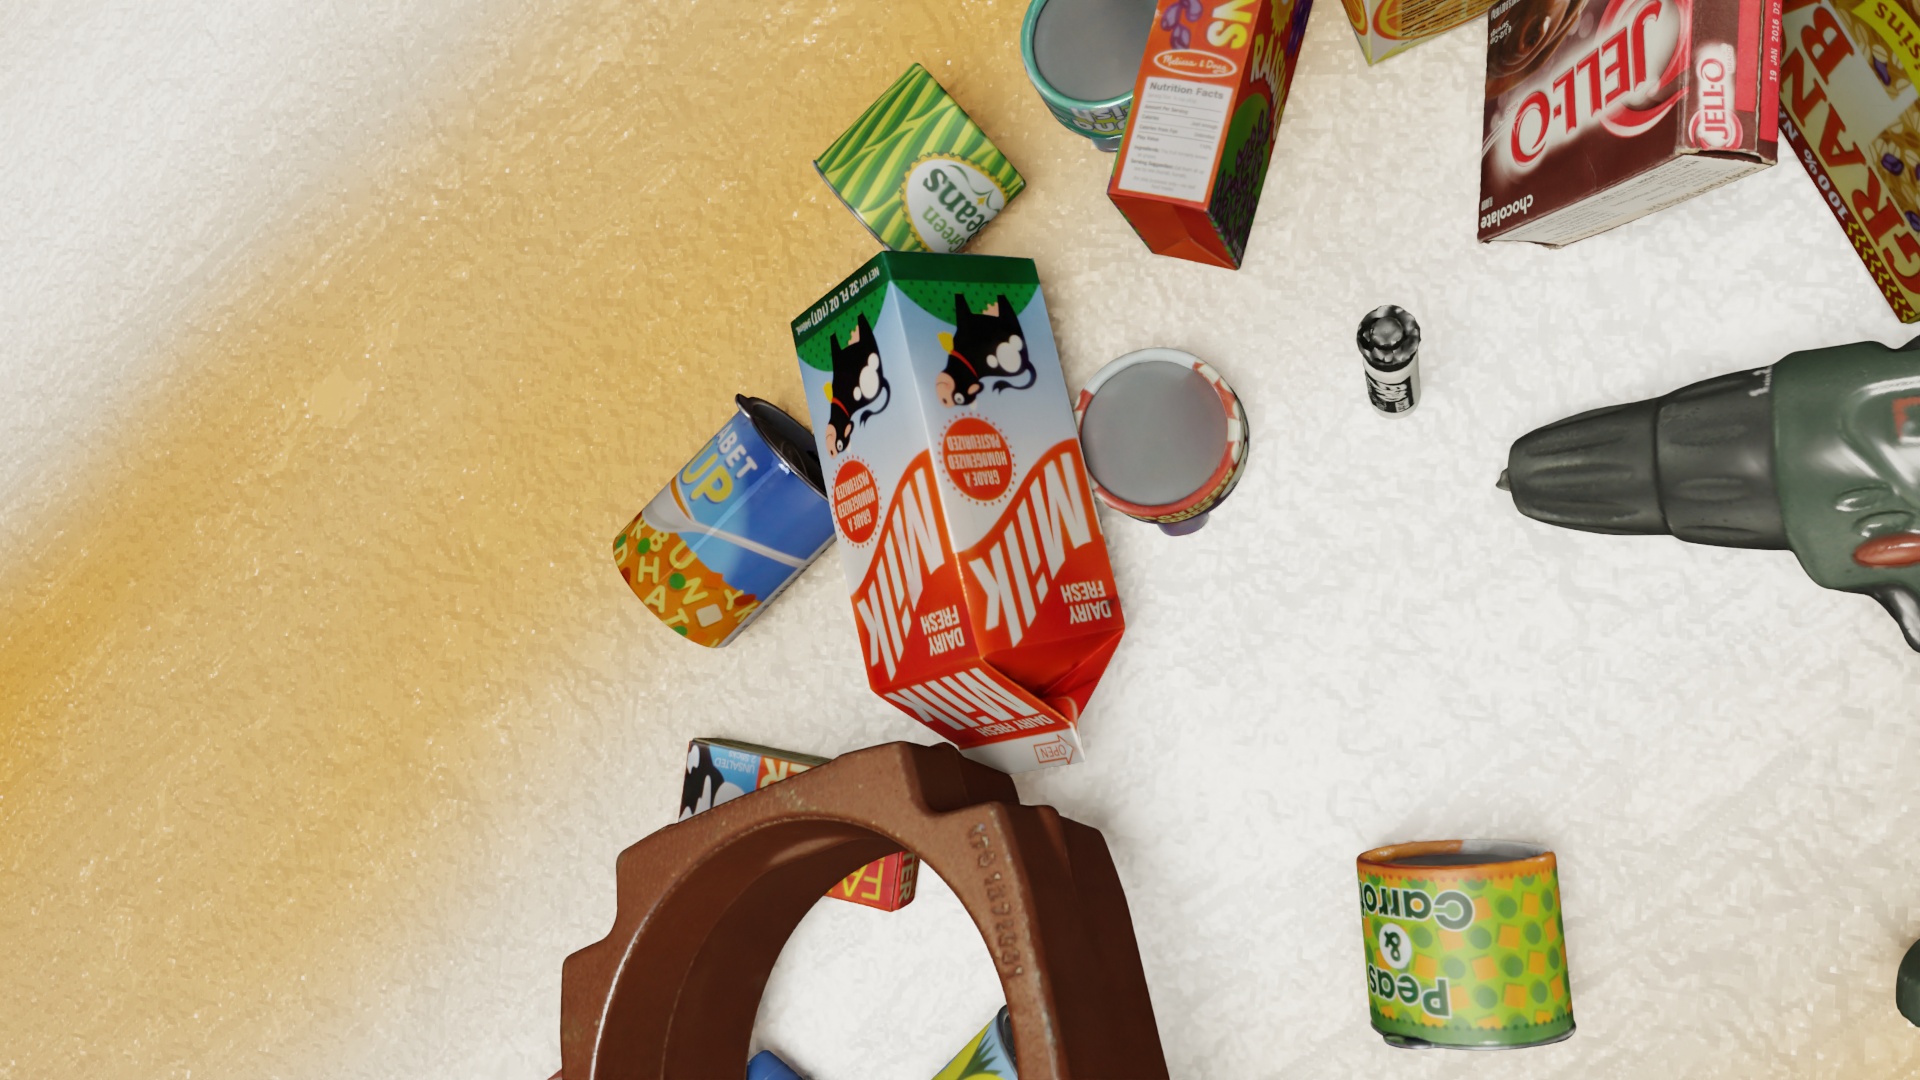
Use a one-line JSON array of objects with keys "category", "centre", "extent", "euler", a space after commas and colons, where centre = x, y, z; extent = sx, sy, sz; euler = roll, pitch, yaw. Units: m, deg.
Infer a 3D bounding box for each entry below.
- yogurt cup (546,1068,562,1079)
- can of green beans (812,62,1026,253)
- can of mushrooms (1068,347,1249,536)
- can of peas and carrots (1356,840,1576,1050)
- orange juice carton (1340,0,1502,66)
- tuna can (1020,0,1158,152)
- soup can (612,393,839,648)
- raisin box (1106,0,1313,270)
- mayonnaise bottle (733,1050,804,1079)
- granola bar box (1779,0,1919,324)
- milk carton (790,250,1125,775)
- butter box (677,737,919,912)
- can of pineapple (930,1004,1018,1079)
[{"category": "yogurt cup", "centre": [-0.147, 0.243, 0.574], "extent": [0.072, 0.054, 0.072], "euler": [-2, 85, 18]}, {"category": "can of green beans", "centre": [-0.016, -0.147, 0.557], "extent": [0.057, 0.071, 0.071], "euler": [-42, 75, 11]}, {"category": "can of mushrooms", "centre": [0.077, -0.038, 0.535], "extent": [0.071, 0.033, 0.071], "euler": [-1, 85, 17]}, {"category": "can of peas and carrots", "centre": [0.169, 0.136, 0.472], "extent": [0.071, 0.071, 0.059], "euler": [-6, 84, 18]}, {"category": "orange juice carton", "centre": [0.150, -0.234, 0.443], "extent": [0.073, 0.192, 0.072], "euler": [-21, 79, 15]}, {"category": "tuna can", "centre": [0.059, -0.194, 0.554], "extent": [0.071, 0.033, 0.071], "euler": [-2, 85, 18]}, {"category": "soup can", "centre": [-0.092, -0.008, 0.568], "extent": [0.083, 0.071, 0.071], "euler": [-44, 75, 11]}, {"category": "raisin box", "centre": [0.096, -0.172, 0.512], "extent": [0.040, 0.086, 0.123], "euler": [15, 90, 20]}, {"category": "mayonnaise bottle", "centre": [-0.032, 0.261, 0.542], "extent": [0.148, 0.041, 0.064], "euler": [34, 98, 17]}, {"category": "granola bar box", "centre": [0.289, -0.159, 0.428], "extent": [0.039, 0.124, 0.166], "euler": [-26, 78, 10]}, {"category": "milk carton", "centre": [0.002, -0.007, 0.523], "extent": [0.072, 0.073, 0.190], "euler": [-23, 77, 51]}, {"category": "butter box", "centre": [-0.067, 0.116, 0.574], "extent": [0.103, 0.024, 0.053], "euler": [8, 88, 18]}, {"category": "can of pineapple", "centre": [0.019, 0.217, 0.514], "extent": [0.071, 0.071, 0.058], "euler": [45, 100, 16]}]
